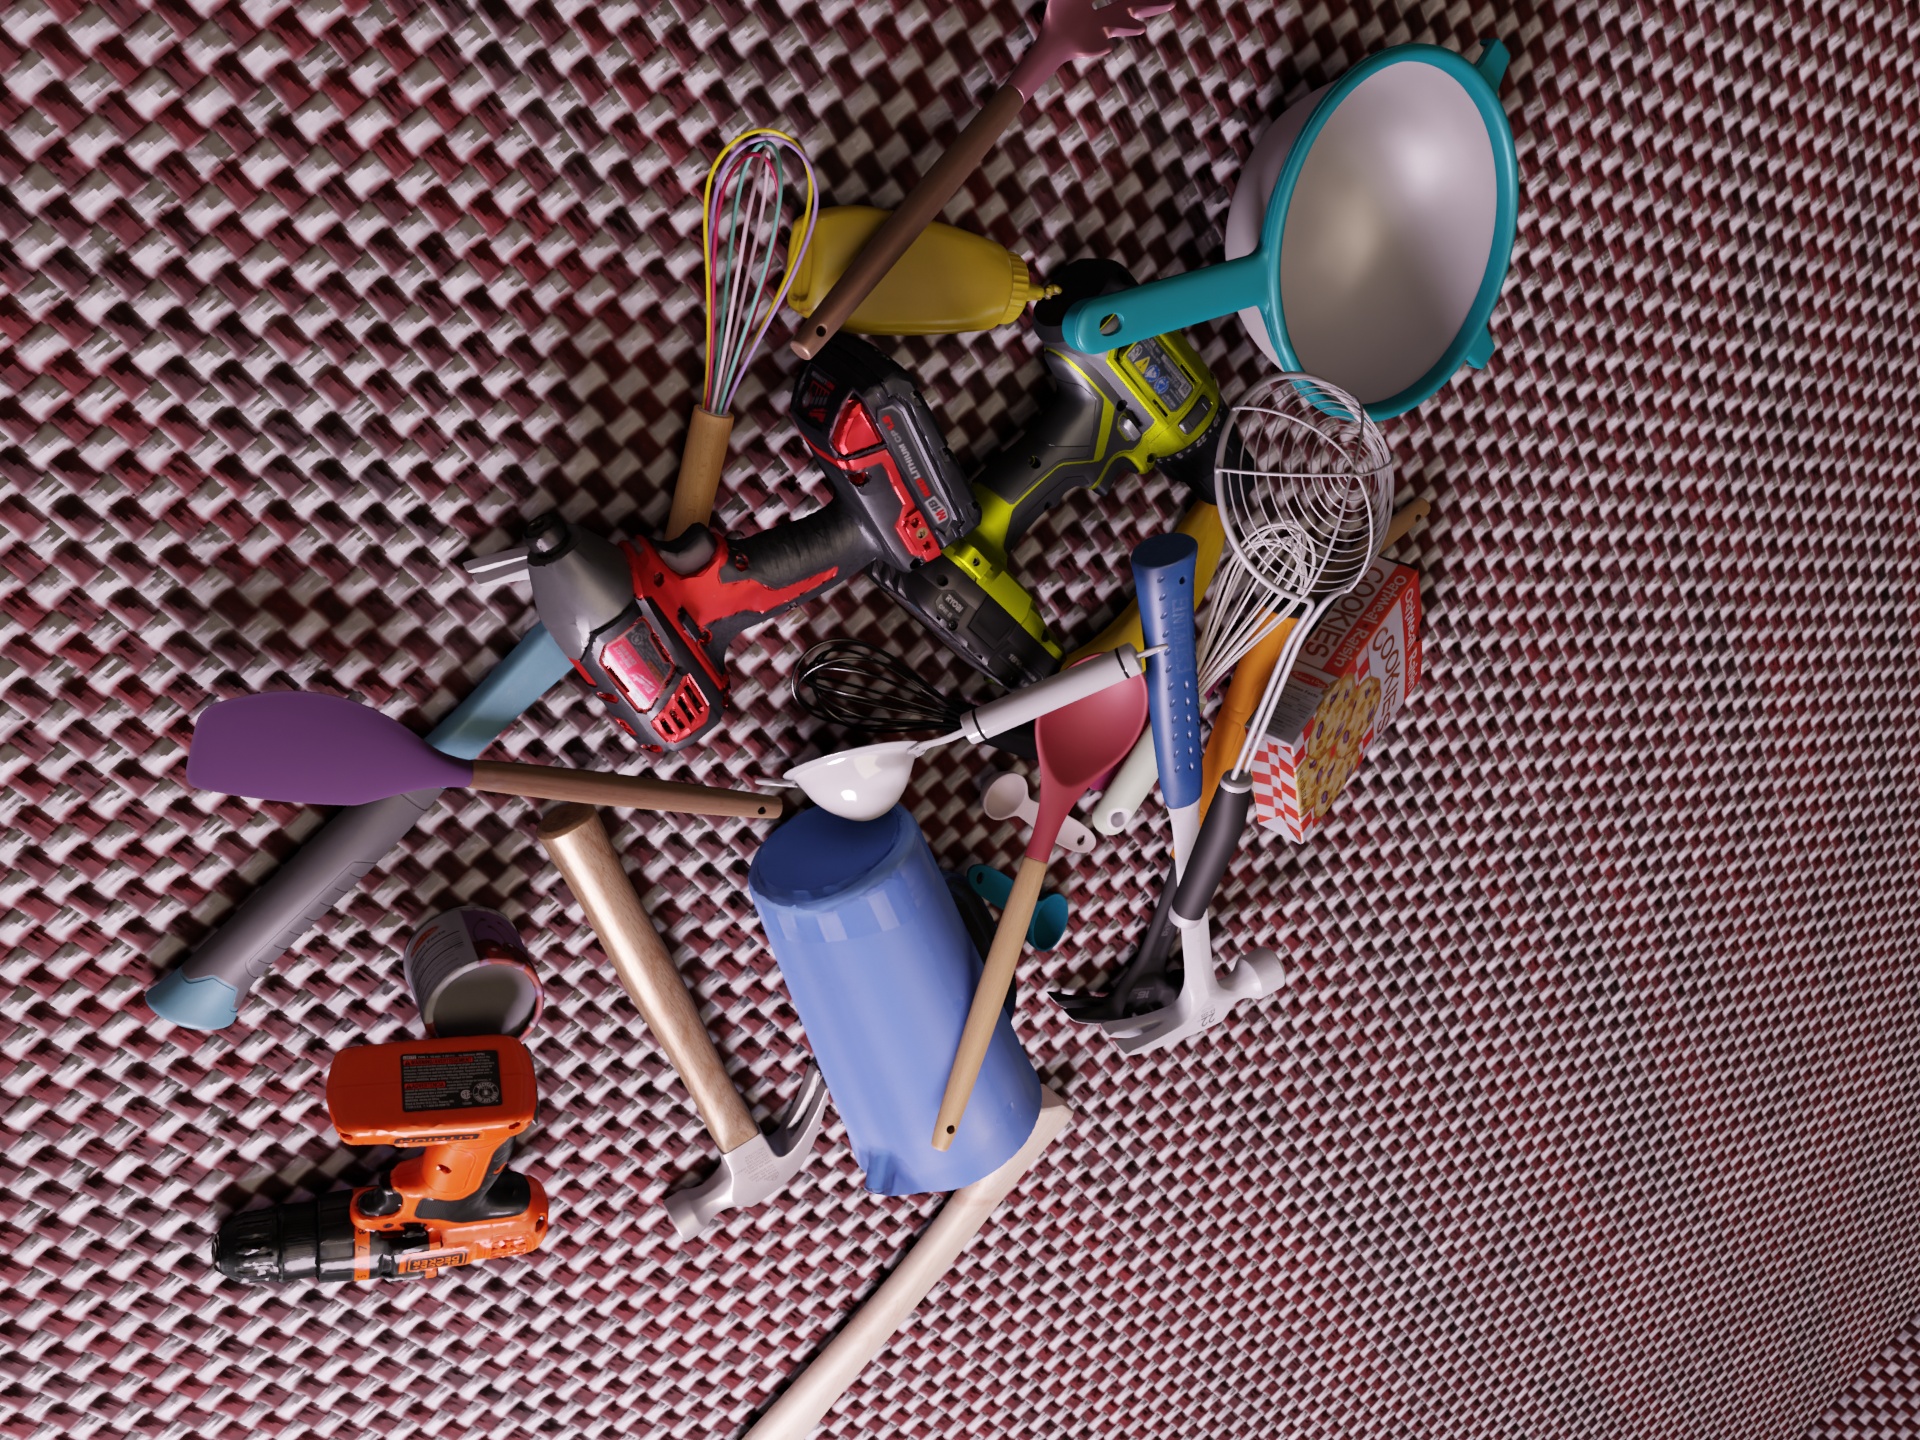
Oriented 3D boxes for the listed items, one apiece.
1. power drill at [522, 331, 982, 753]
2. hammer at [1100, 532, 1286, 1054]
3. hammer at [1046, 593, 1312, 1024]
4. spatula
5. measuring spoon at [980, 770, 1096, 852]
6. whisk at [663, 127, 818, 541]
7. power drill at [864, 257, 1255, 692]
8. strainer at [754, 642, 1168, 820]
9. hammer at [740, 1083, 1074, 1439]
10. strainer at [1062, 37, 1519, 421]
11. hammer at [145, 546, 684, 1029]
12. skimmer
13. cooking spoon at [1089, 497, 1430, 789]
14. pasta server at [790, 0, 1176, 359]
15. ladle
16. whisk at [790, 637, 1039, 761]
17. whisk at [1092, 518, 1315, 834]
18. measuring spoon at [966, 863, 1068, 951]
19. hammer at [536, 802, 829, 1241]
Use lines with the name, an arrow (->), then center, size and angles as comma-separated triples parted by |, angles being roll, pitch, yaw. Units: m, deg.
power drill -> -0.111, -0.095, 0.816 | 0.219, 0.079, 0.143 | -37, 129, -7
hammer -> 0.143, 0.063, 1.047 | 0.144, 0.035, 0.405 | -25, 129, -18
hammer -> 0.165, 0.069, 1.116 | 0.127, 0.034, 0.336 | 2, 116, -35
spatula -> -0.233, 0.029, 0.838 | 0.315, 0.018, 0.059 | 10, 108, -35
measuring spoon -> 0.053, 0.063, 1.076 | 0.124, 0.018, 0.034 | 32, 94, -45
whisk -> -0.127, -0.183, 0.825 | 0.047, 0.051, 0.245 | -8, 124, -46
power drill -> 0.070, -0.131, 0.949 | 0.228, 0.080, 0.190 | -52, 129, -3
strainer -> 0.001, 0.008, 0.919 | 0.258, 0.050, 0.086 | -23, 167, 13
hammer -> -0.052, 0.444, 1.184 | 0.410, 0.038, 0.146 | -50, 130, -1
strainer -> 0.177, -0.269, 0.922 | 0.340, 0.095, 0.210 | -22, 122, -27
hammer -> -0.291, 0.038, 0.839 | 0.331, 0.033, 0.128 | -45, 129, -4
skimmer -> 0.169, -0.028, 0.964 | 0.127, 0.090, 0.363 | -12, 134, -31
cooking spoon -> 0.206, -0.059, 1.103 | 0.319, 0.017, 0.068 | -37, 127, -10
pasta server -> 0.015, -0.305, 0.817 | 0.060, 0.040, 0.316 | 43, 75, -24
ladle -> 0.039, 0.108, 0.953 | 0.069, 0.031, 0.315 | 19, 90, -21
whisk -> -0.002, -0.004, 0.986 | 0.238, 0.055, 0.055 | 15, 105, -37
whisk -> 0.156, -0.025, 1.051 | 0.057, 0.059, 0.246 | 22, 109, -27
measuring spoon -> 0.033, 0.120, 1.072 | 0.128, 0.021, 0.042 | 38, 71, -49
hammer -> -0.175, 0.182, 0.982 | 0.130, 0.031, 0.331 | -29, 125, -16
